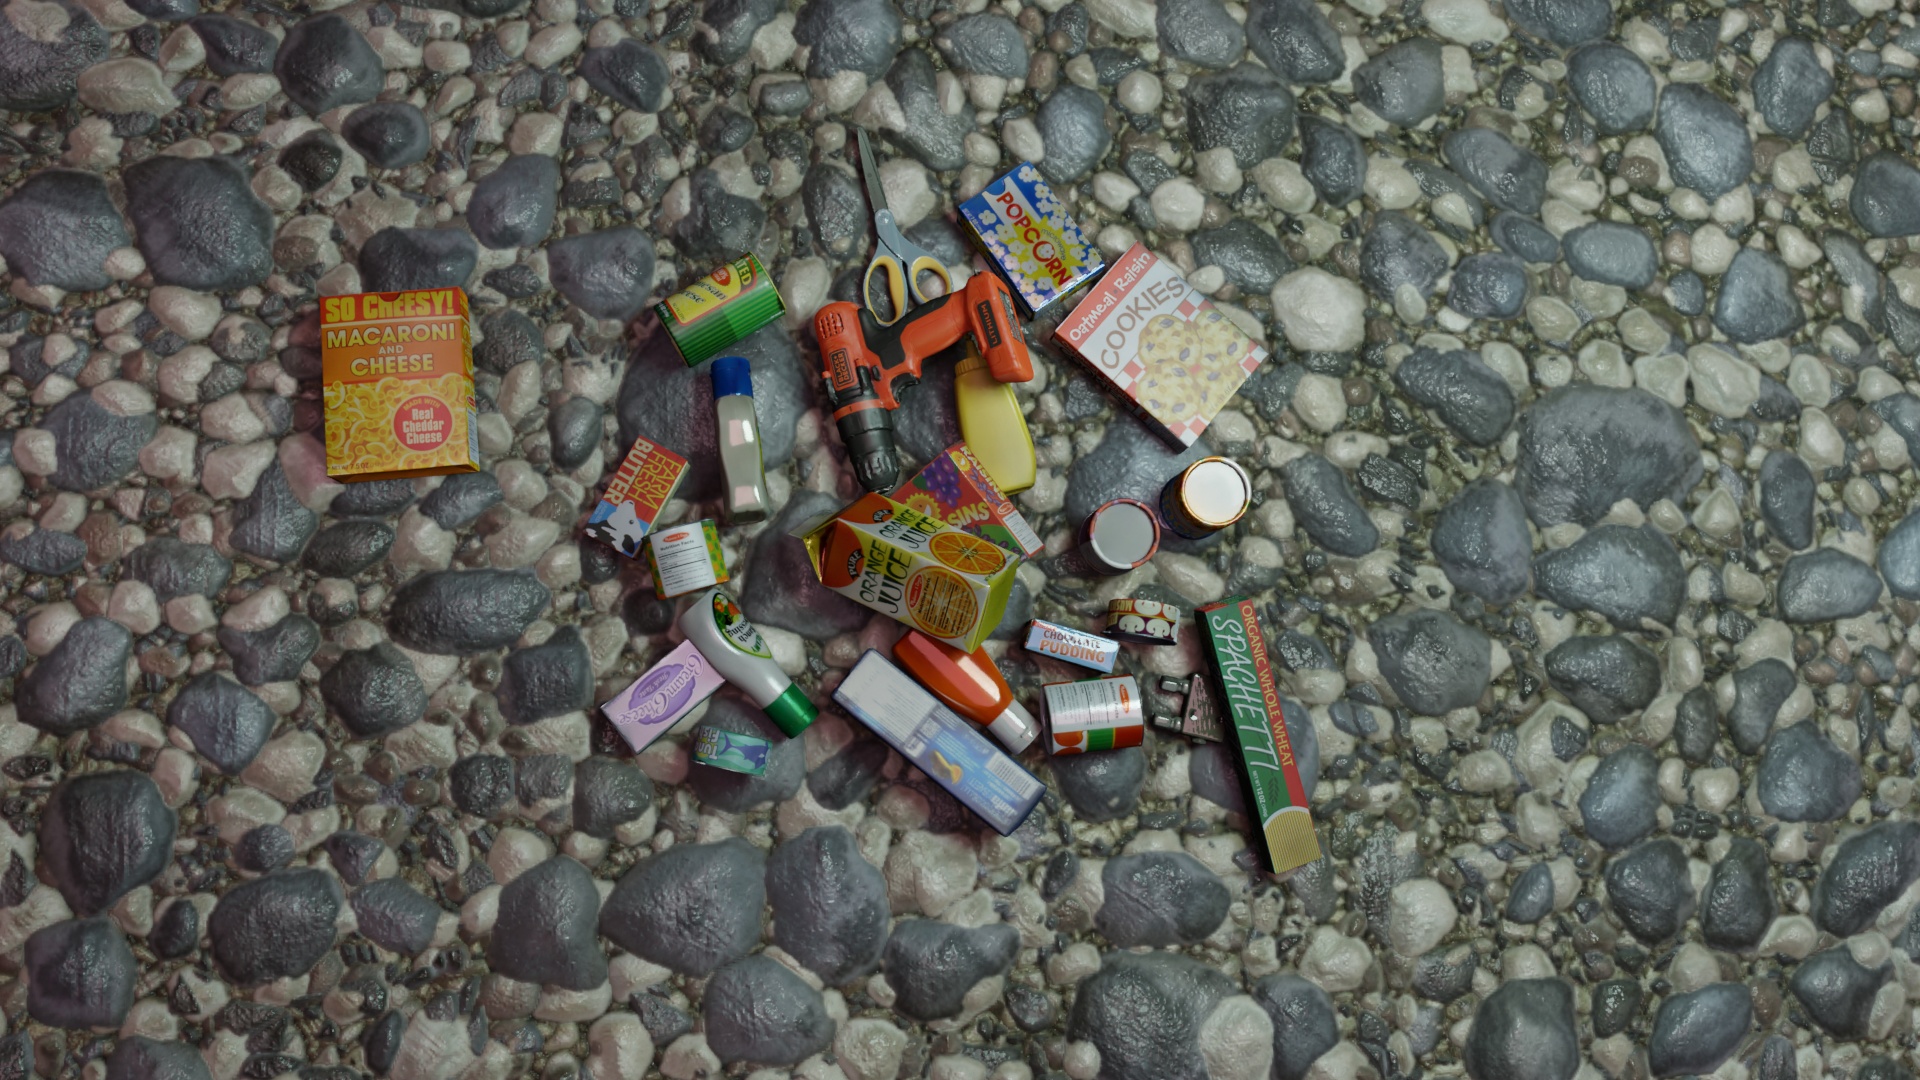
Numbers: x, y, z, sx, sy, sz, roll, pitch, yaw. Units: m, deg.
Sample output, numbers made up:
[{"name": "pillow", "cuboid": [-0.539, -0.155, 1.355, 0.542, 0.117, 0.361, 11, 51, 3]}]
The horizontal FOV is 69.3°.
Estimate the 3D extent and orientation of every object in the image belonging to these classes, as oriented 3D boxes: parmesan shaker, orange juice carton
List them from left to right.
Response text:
[{"name": "parmesan shaker", "cuboid": [-0.219, -0.210, 1.271, 0.103, 0.071, 0.071, -32, 86, -9]}, {"name": "orange juice carton", "cuboid": [-0.053, 0.019, 1.224, 0.193, 0.072, 0.072, 24, 119, 15]}]

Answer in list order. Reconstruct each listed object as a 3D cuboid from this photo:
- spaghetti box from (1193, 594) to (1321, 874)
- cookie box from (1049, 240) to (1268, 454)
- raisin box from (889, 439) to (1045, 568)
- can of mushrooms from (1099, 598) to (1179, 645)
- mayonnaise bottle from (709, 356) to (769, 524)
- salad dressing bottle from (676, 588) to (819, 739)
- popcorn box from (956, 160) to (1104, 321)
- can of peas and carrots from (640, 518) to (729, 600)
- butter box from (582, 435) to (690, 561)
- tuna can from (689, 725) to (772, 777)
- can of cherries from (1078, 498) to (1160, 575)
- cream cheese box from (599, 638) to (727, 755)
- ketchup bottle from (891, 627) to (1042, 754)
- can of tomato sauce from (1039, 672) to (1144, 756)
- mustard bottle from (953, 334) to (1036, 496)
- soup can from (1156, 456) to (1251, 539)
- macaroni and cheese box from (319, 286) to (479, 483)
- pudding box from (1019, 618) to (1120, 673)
[{"name": "spaghetti box", "cuboid": [0.268, 0.175, 1.259, 0.050, 0.028, 0.250, -15, 91, -15]}, {"name": "cookie box", "cuboid": [0.187, -0.184, 1.319, 0.167, 0.040, 0.123, 41, 80, 1]}, {"name": "raisin box", "cuboid": [0.004, -0.016, 1.256, 0.085, 0.040, 0.123, -40, 86, 31]}, {"name": "can of mushrooms", "cuboid": [0.163, 0.074, 1.263, 0.071, 0.071, 0.033, 9, 81, -4]}, {"name": "mayonnaise bottle", "cuboid": [-0.201, -0.092, 1.261, 0.041, 0.064, 0.148, -6, 78, -9]}, {"name": "salad dressing bottle", "cuboid": [-0.187, 0.111, 1.233, 0.044, 0.064, 0.147, -40, 96, 18]}, {"name": "popcorn box", "cuboid": [0.066, -0.284, 1.324, 0.085, 0.038, 0.127, -35, 86, -8]}, {"name": "can of peas and carrots", "cuboid": [-0.244, 0.017, 1.237, 0.071, 0.071, 0.058, -15, 89, -7]}, {"name": "butter box", "cuboid": [-0.293, -0.039, 1.262, 0.053, 0.024, 0.103, 28, 80, -1]}, {"name": "tuna can", "cuboid": [-0.202, 0.184, 1.214, 0.071, 0.071, 0.033, 13, 80, -3]}, {"name": "can of cherries", "cuboid": [0.147, -0.006, 1.278, 0.071, 0.058, 0.071, 1, 82, -5]}, {"name": "cream cheese box", "cuboid": [-0.263, 0.137, 1.238, 0.104, 0.024, 0.053, -40, 87, -9]}, {"name": "ketchup bottle", "cuboid": [0.009, 0.129, 1.253, 0.149, 0.043, 0.065, 45, 76, 2]}, {"name": "can of tomato sauce", "cuboid": [0.117, 0.158, 1.249, 0.083, 0.071, 0.071, -6, 82, -5]}, {"name": "mustard bottle", "cuboid": [0.026, -0.120, 1.290, 0.065, 0.048, 0.160, -13, 82, -2]}, {"name": "soup can", "cuboid": [0.222, -0.037, 1.277, 0.071, 0.083, 0.071, 1, 82, -4]}, {"name": "macaroni and cheese box", "cuboid": [-0.505, -0.141, 1.251, 0.124, 0.040, 0.166, -6, 82, -7]}, {"name": "pudding box", "cuboid": [0.099, 0.096, 1.263, 0.084, 0.049, 0.030, 16, 82, -2]}]
